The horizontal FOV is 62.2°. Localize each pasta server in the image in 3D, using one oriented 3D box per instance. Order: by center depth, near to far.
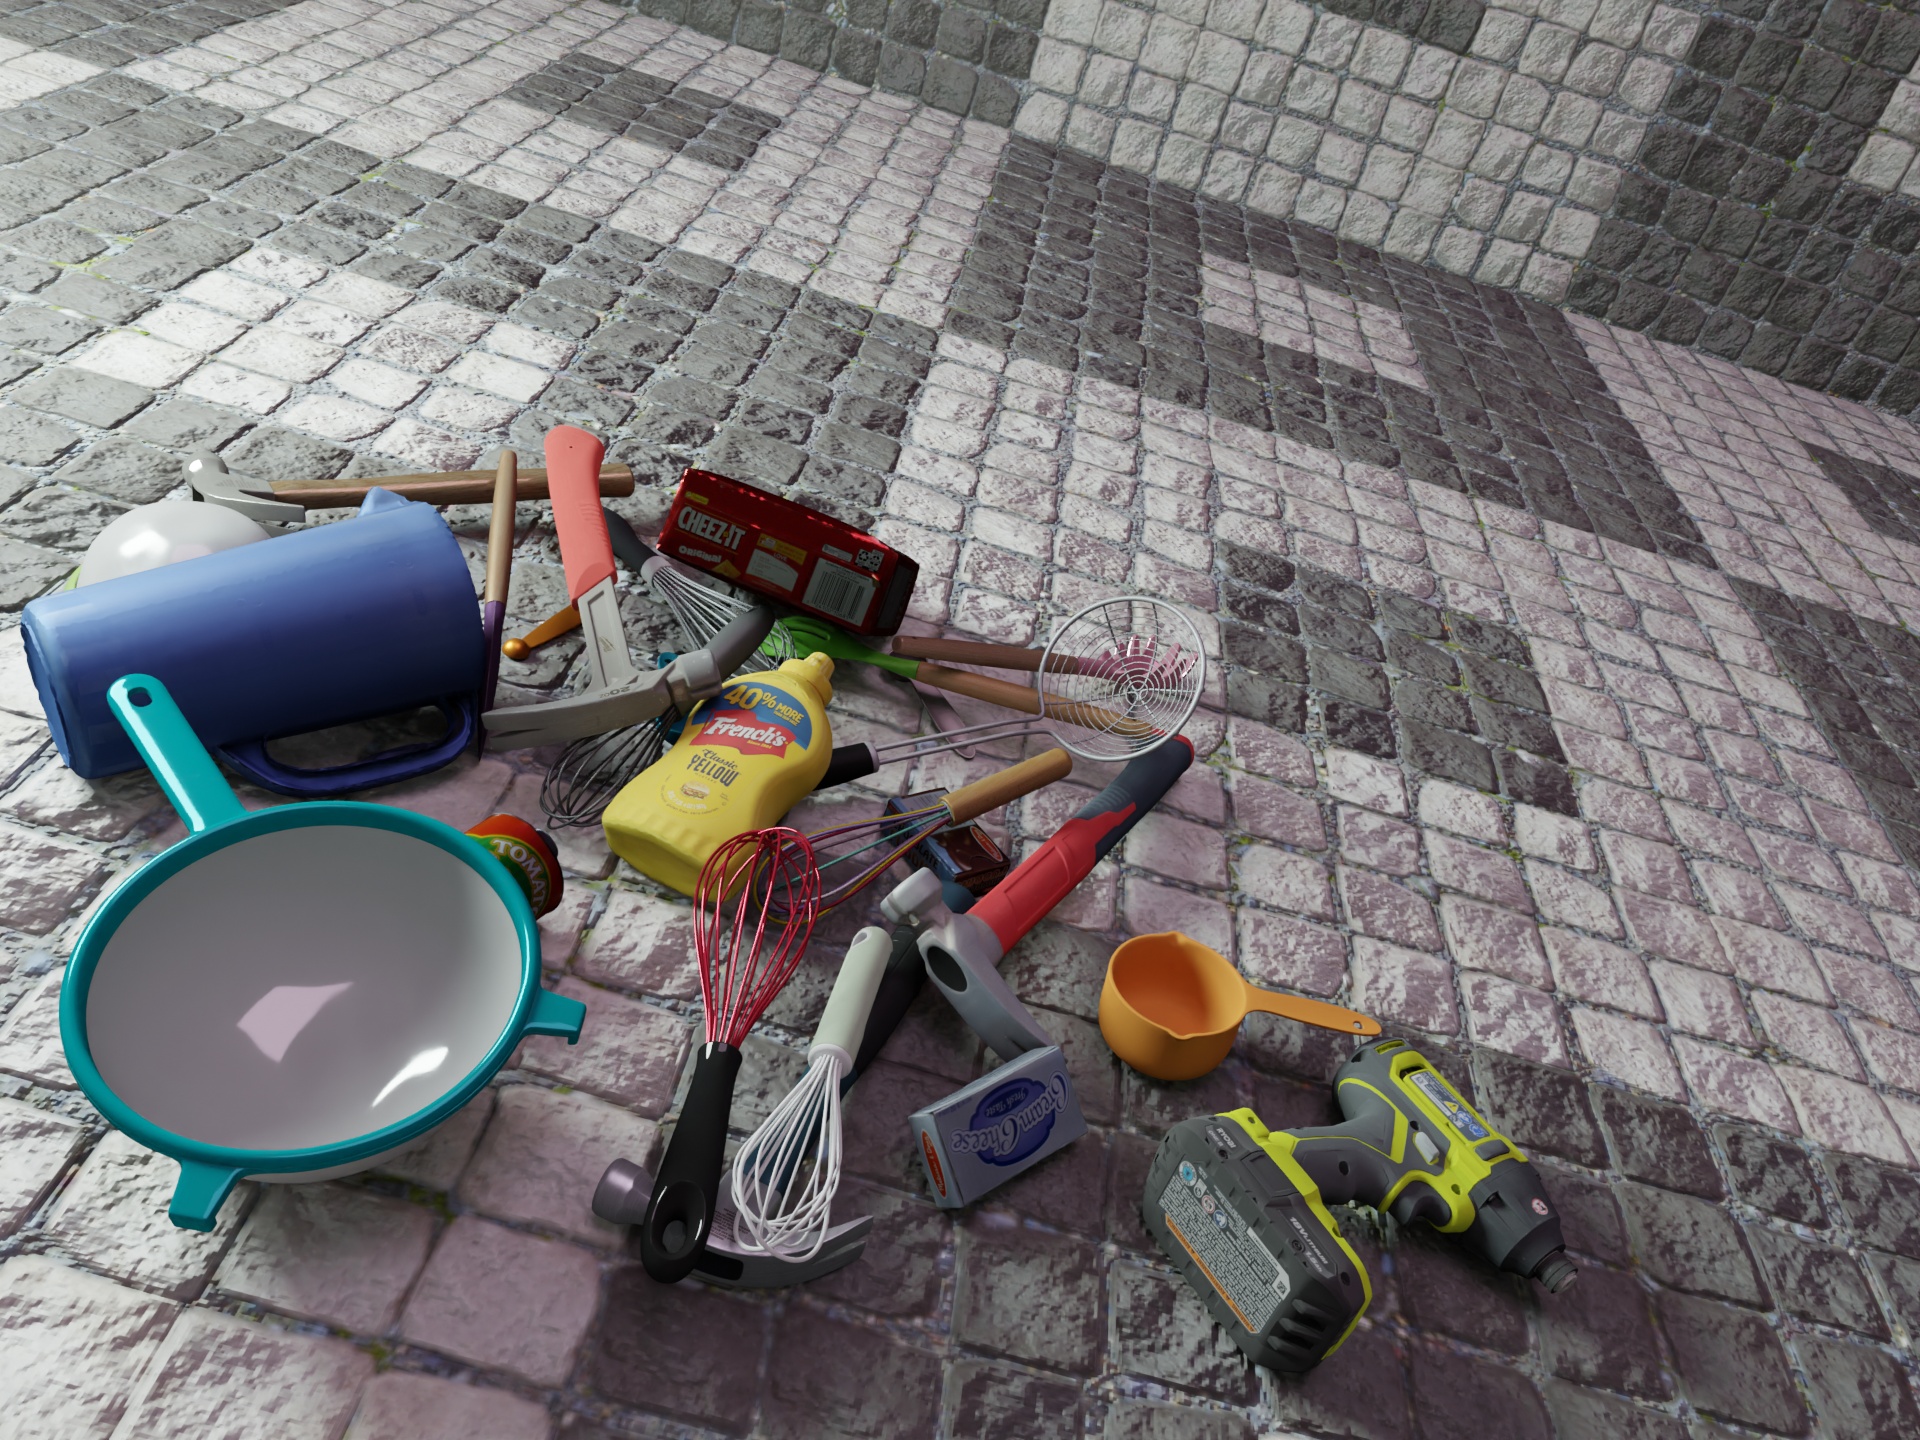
[{"bbox_3d":[0.072,-0.053,1.262,0.316,0.040,0.060,4,20,-42],"label":"pasta server"}]

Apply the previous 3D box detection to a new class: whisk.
[{"bbox_3d":[-0.070,0.186,0.838,0.059,0.058,0.246,48,26,-15],"label":"whisk"},{"bbox_3d":[-0.123,0.161,0.838,0.073,0.073,0.296,15,39,-6],"label":"whisk"},{"bbox_3d":[-0.027,0.072,1.038,0.245,0.051,0.047,-22,75,-27],"label":"whisk"},{"bbox_3d":[-0.196,-0.007,1.065,0.055,0.055,0.239,28,49,14],"label":"whisk"},{"bbox_3d":[-0.216,-0.099,1.224,0.070,0.070,0.285,-15,41,-40],"label":"whisk"}]

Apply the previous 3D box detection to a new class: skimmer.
[{"bbox_3d":[-0.002,-0.004,1.104,0.363,0.090,0.127,-13,60,-23],"label":"skimmer"}]

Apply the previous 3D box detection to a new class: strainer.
[{"bbox_3d":[-0.354,0.107,0.809,0.211,0.095,0.341,-25,54,-33],"label":"strainer"},{"bbox_3d":[-0.467,-0.094,1.077,0.256,0.069,0.152,11,34,-9],"label":"strainer"}]

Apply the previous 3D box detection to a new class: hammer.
[{"bbox_3d":[-0.067,0.187,0.902,0.128,0.033,0.331,24,34,9],"label":"hammer"},{"bbox_3d":[0.091,0.098,1.086,0.143,0.038,0.386,50,34,4],"label":"hammer"},{"bbox_3d":[-0.274,-0.110,1.131,0.149,0.036,0.359,-14,41,-10],"label":"hammer"},{"bbox_3d":[-0.412,-0.179,1.233,0.331,0.031,0.130,-8,31,-32],"label":"hammer"}]

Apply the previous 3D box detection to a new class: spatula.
[{"bbox_3d":[-0.329,-0.098,1.130,0.018,0.059,0.316,6,42,-17],"label":"spatula"}]

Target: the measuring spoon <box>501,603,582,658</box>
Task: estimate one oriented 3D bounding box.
[{"bbox_3d":[-0.299,-0.074,1.182,0.021,0.011,0.117,27,34,12],"label":"measuring spoon"}]

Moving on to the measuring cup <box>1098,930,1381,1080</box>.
[{"bbox_3d":[0.170,0.189,0.988,0.173,0.052,0.095,13,34,-3],"label":"measuring cup"}]

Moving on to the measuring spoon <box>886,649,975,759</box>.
[{"bbox_3d":[-0.022,-0.010,1.230,0.034,0.018,0.124,-17,53,-24],"label":"measuring spoon"}]

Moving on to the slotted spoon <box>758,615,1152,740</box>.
[{"bbox_3d":[-0.007,-0.032,1.213,0.314,0.031,0.070,15,23,7],"label":"slotted spoon"}]

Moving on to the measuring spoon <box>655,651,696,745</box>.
[{"bbox_3d":[-0.204,-0.013,1.145,0.042,0.021,0.129,4,27,-20],"label":"measuring spoon"}]

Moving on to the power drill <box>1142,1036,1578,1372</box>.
[{"bbox_3d":[0.229,0.270,0.891,0.223,0.080,0.171,-5,39,-37],"label":"power drill"}]
